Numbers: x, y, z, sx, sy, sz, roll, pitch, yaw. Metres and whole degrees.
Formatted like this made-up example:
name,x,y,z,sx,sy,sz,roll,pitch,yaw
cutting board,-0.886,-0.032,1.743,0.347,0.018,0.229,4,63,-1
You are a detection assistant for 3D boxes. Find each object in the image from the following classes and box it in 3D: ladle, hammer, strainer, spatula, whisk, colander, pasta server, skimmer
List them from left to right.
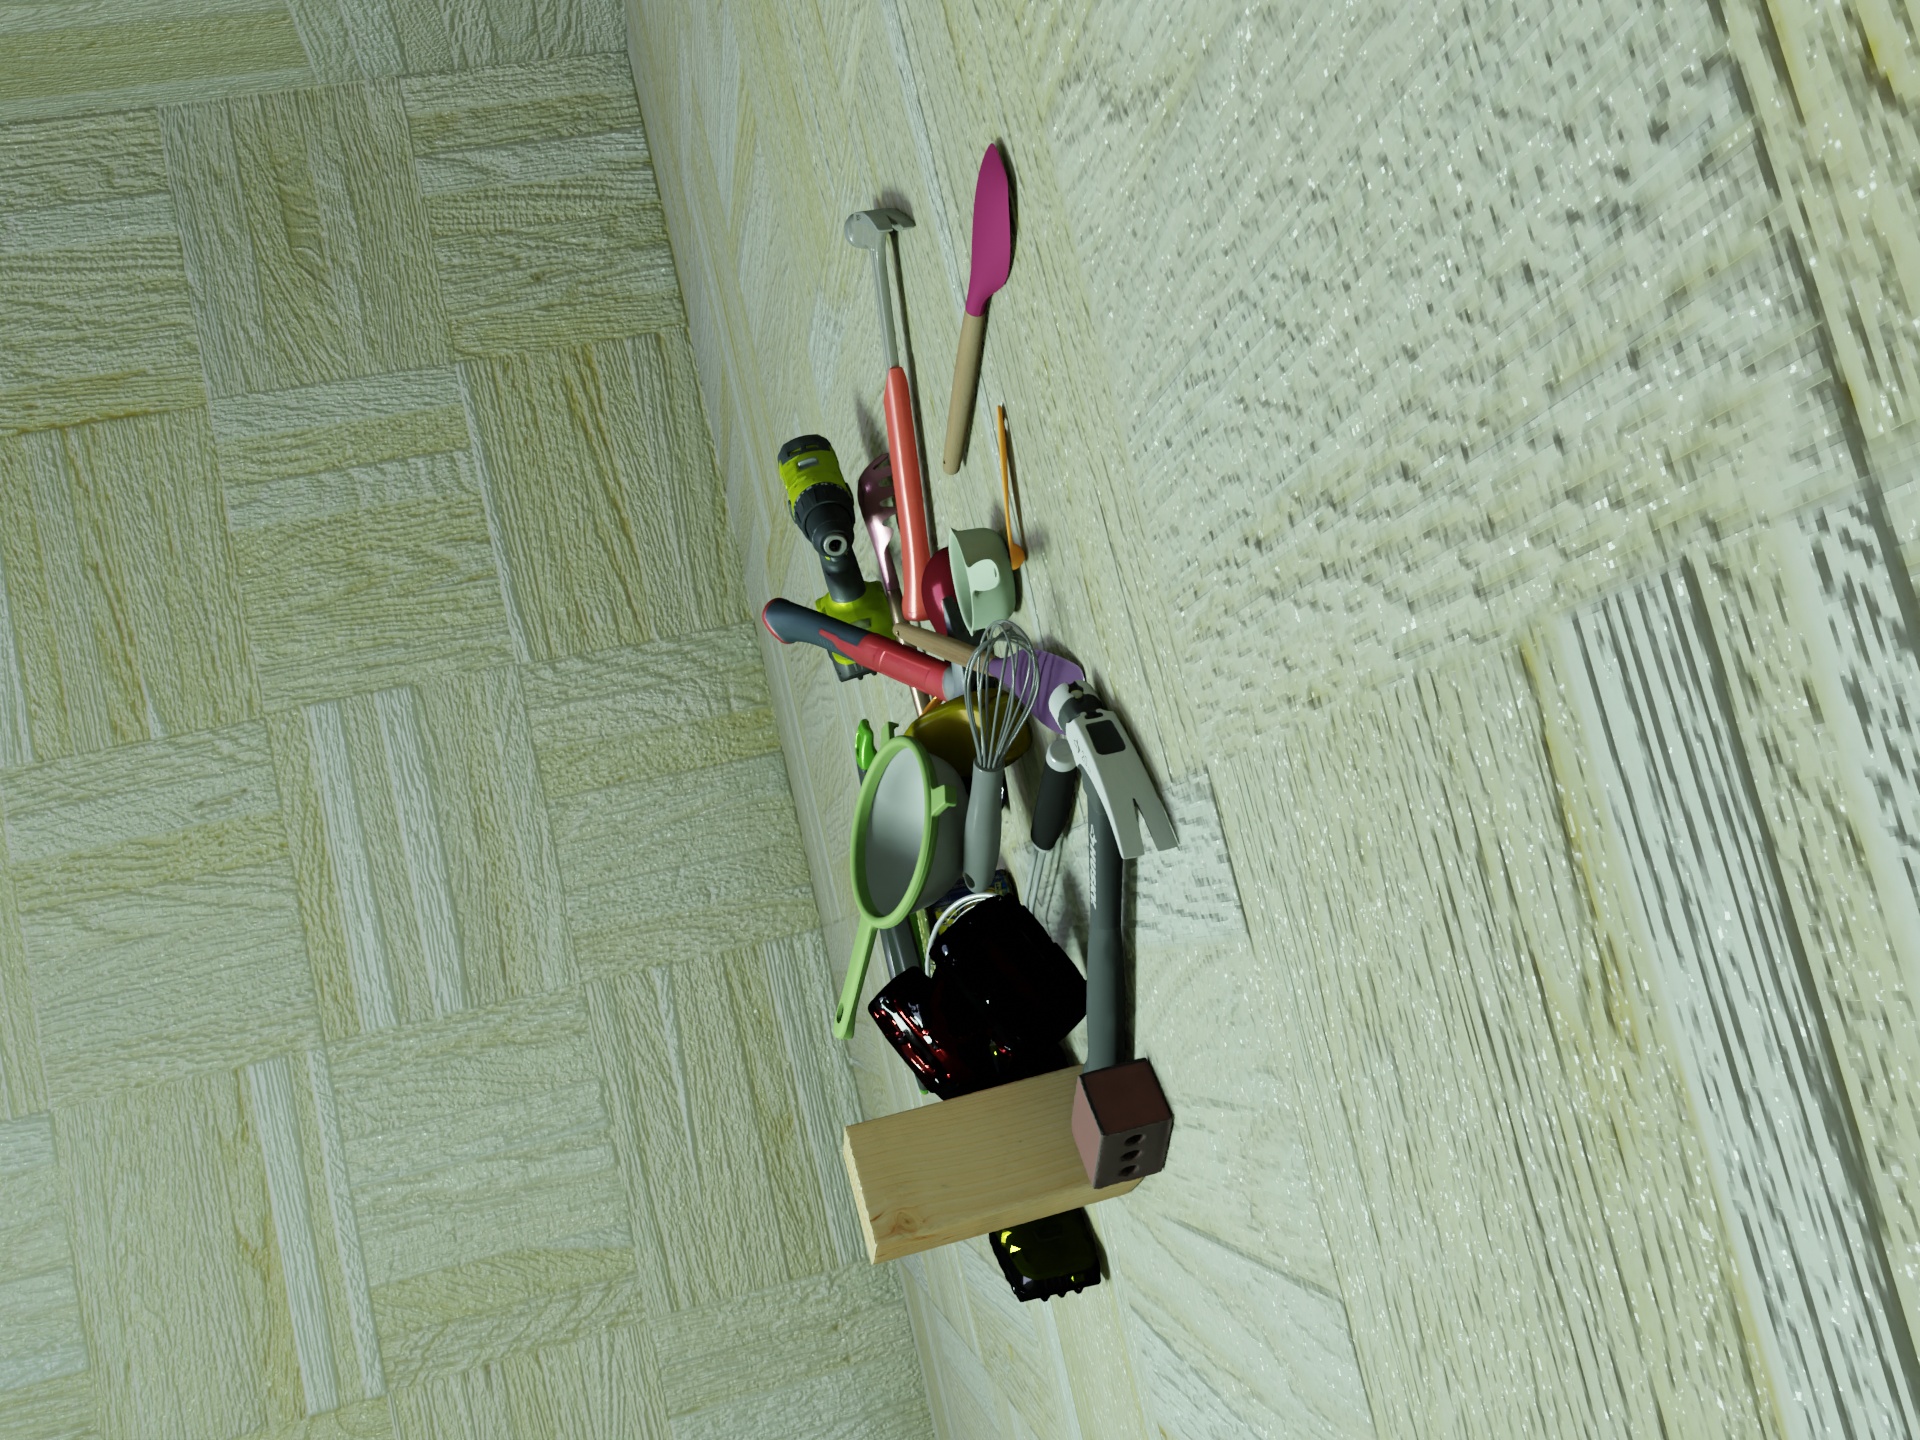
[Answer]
name,x,y,z,sx,sy,sz,roll,pitch,yaw
hammer,-0.087,-0.080,1.456,0.387,0.038,0.143,24,128,54
hammer,-0.051,-0.258,1.385,0.149,0.036,0.358,-129,30,-66
pasta server,-0.053,-0.106,1.582,0.060,0.040,0.316,-156,51,-76
strainer,-0.042,0.139,1.257,0.152,0.069,0.256,-136,58,-61
colander,-0.028,0.169,1.514,0.205,0.094,0.396,-116,16,-60
ladle,-0.002,-0.005,1.437,0.069,0.031,0.315,-126,25,-62
spatula,0.016,-0.043,1.201,0.316,0.018,0.059,26,128,61
whisk,0.024,0.033,1.140,0.055,0.055,0.238,-116,25,-50
skimmer,0.033,0.135,1.236,0.127,0.090,0.363,55,157,27
hammer,0.100,0.147,1.072,0.146,0.035,0.334,-116,18,-53

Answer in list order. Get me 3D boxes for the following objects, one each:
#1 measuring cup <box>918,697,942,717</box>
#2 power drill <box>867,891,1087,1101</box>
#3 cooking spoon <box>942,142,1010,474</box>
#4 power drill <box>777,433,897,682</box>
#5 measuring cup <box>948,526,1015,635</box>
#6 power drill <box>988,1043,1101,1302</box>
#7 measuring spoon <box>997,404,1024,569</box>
name,x,y,z,sx,sy,sz,roll,pitch,yaw
measuring cup,-0.031,0.035,1.512,0.052,0.095,0.173,51,143,15
power drill,0.013,0.236,1.250,0.143,0.078,0.219,50,146,9
cooking spoon,0.008,-0.274,1.128,0.318,0.017,0.069,101,155,-61
power drill,-0.121,-0.156,1.615,0.191,0.080,0.228,-112,5,-53
measuring cup,0.025,-0.106,1.151,0.167,0.038,0.083,-169,67,-80
power drill,0.066,0.375,1.370,0.171,0.080,0.223,-134,37,-69
measuring spoon,0.036,-0.166,1.132,0.021,0.011,0.117,-96,0,-78
